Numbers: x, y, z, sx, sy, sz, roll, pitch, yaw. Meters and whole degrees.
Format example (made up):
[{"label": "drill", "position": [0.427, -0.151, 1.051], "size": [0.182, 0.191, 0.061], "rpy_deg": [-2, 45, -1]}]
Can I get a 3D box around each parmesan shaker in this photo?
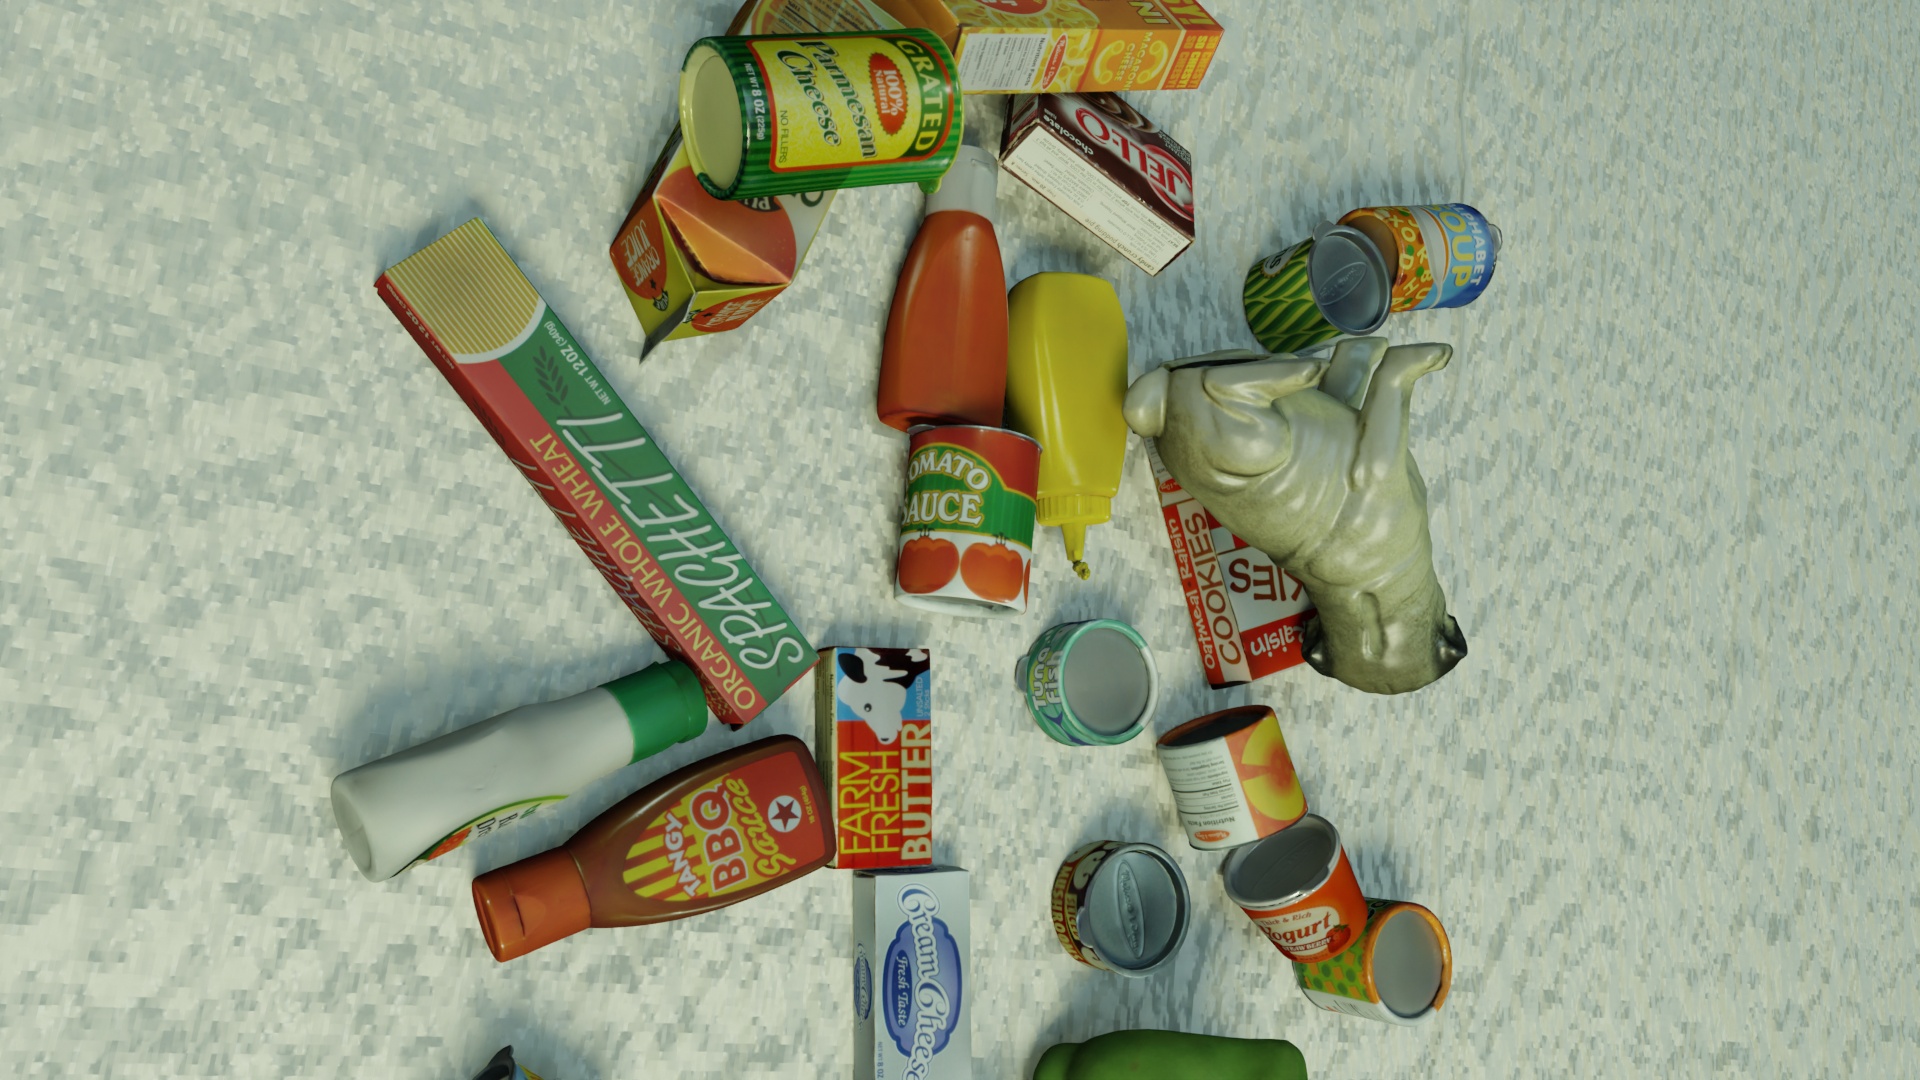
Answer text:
[{"label": "parmesan shaker", "position": [-0.058, -0.179, 0.590], "size": [0.103, 0.071, 0.071], "rpy_deg": [-15, 90, -31]}]

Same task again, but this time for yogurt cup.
[{"label": "yogurt cup", "position": [0.184, 0.190, 0.752], "size": [0.073, 0.072, 0.054], "rpy_deg": [-44, 112, -27]}]

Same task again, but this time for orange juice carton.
[{"label": "orange juice carton", "position": [-0.100, -0.170, 0.646], "size": [0.073, 0.071, 0.193], "rpy_deg": [30, 68, -22]}]

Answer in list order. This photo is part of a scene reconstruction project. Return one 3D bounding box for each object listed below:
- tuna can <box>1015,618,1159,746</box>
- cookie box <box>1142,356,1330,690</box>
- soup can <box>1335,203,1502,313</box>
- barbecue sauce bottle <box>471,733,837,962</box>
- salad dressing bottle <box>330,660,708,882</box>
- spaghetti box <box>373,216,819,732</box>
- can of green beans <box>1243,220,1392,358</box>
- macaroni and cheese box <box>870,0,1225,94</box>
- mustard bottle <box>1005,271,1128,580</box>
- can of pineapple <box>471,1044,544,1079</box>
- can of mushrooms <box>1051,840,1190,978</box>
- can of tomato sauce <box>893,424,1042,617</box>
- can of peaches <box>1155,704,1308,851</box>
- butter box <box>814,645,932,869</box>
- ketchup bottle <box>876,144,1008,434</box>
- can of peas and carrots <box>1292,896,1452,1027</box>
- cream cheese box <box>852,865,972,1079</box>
[{"label": "tuna can", "position": [0.067, 0.073, 0.722], "size": [0.071, 0.032, 0.071], "rpy_deg": [5, 79, -29]}, {"label": "cookie box", "position": [0.178, -0.012, 0.795], "size": [0.123, 0.040, 0.167], "rpy_deg": [-14, 88, -30]}, {"label": "soup can", "position": [0.280, -0.176, 0.862], "size": [0.084, 0.071, 0.071], "rpy_deg": [-10, 87, -30]}, {"label": "barbecue sauce bottle", "position": [-0.129, 0.134, 0.594], "size": [0.149, 0.043, 0.065], "rpy_deg": [-17, 91, -30]}, {"label": "salad dressing bottle", "position": [-0.175, 0.089, 0.569], "size": [0.148, 0.064, 0.044], "rpy_deg": [-21, 83, -38]}, {"label": "spaghetti box", "position": [-0.156, -0.026, 0.615], "size": [0.050, 0.028, 0.249], "rpy_deg": [-42, 103, -27]}, {"label": "can of green beans", "position": [0.212, -0.146, 0.826], "size": [0.071, 0.057, 0.071], "rpy_deg": [5, 80, -29]}, {"label": "macaroni and cheese box", "position": [0.037, -0.285, 0.729], "size": [0.167, 0.040, 0.124], "rpy_deg": [-12, 54, -31]}, {"label": "mustard bottle", "position": [0.056, -0.058, 0.729], "size": [0.065, 0.048, 0.160], "rpy_deg": [3, 81, -30]}, {"label": "can of pineapple", "position": [-0.171, 0.244, 0.539], "size": [0.058, 0.071, 0.071], "rpy_deg": [42, 65, -18]}, {"label": "can of mushrooms", "position": [0.080, 0.188, 0.710], "size": [0.071, 0.033, 0.071], "rpy_deg": [5, 80, -29]}, {"label": "can of tomato sauce", "position": [0.002, -0.009, 0.679], "size": [0.071, 0.071, 0.083], "rpy_deg": [12, 77, -28]}, {"label": "can of peaches", "position": [0.145, 0.124, 0.740], "size": [0.071, 0.071, 0.058], "rpy_deg": [-21, 92, -30]}, {"label": "butter box", "position": [-0.041, 0.103, 0.661], "size": [0.053, 0.024, 0.103], "rpy_deg": [4, 80, -28]}, {"label": "ketchup bottle", "position": [-0.004, -0.127, 0.709], "size": [0.065, 0.043, 0.149], "rpy_deg": [12, 76, -28]}, {"label": "can of peas and carrots", "position": [0.229, 0.230, 0.773], "size": [0.071, 0.058, 0.071], "rpy_deg": [5, 80, -29]}, {"label": "cream cheese box", "position": [-0.022, 0.207, 0.654], "size": [0.053, 0.024, 0.104], "rpy_deg": [4, 80, -30]}]
